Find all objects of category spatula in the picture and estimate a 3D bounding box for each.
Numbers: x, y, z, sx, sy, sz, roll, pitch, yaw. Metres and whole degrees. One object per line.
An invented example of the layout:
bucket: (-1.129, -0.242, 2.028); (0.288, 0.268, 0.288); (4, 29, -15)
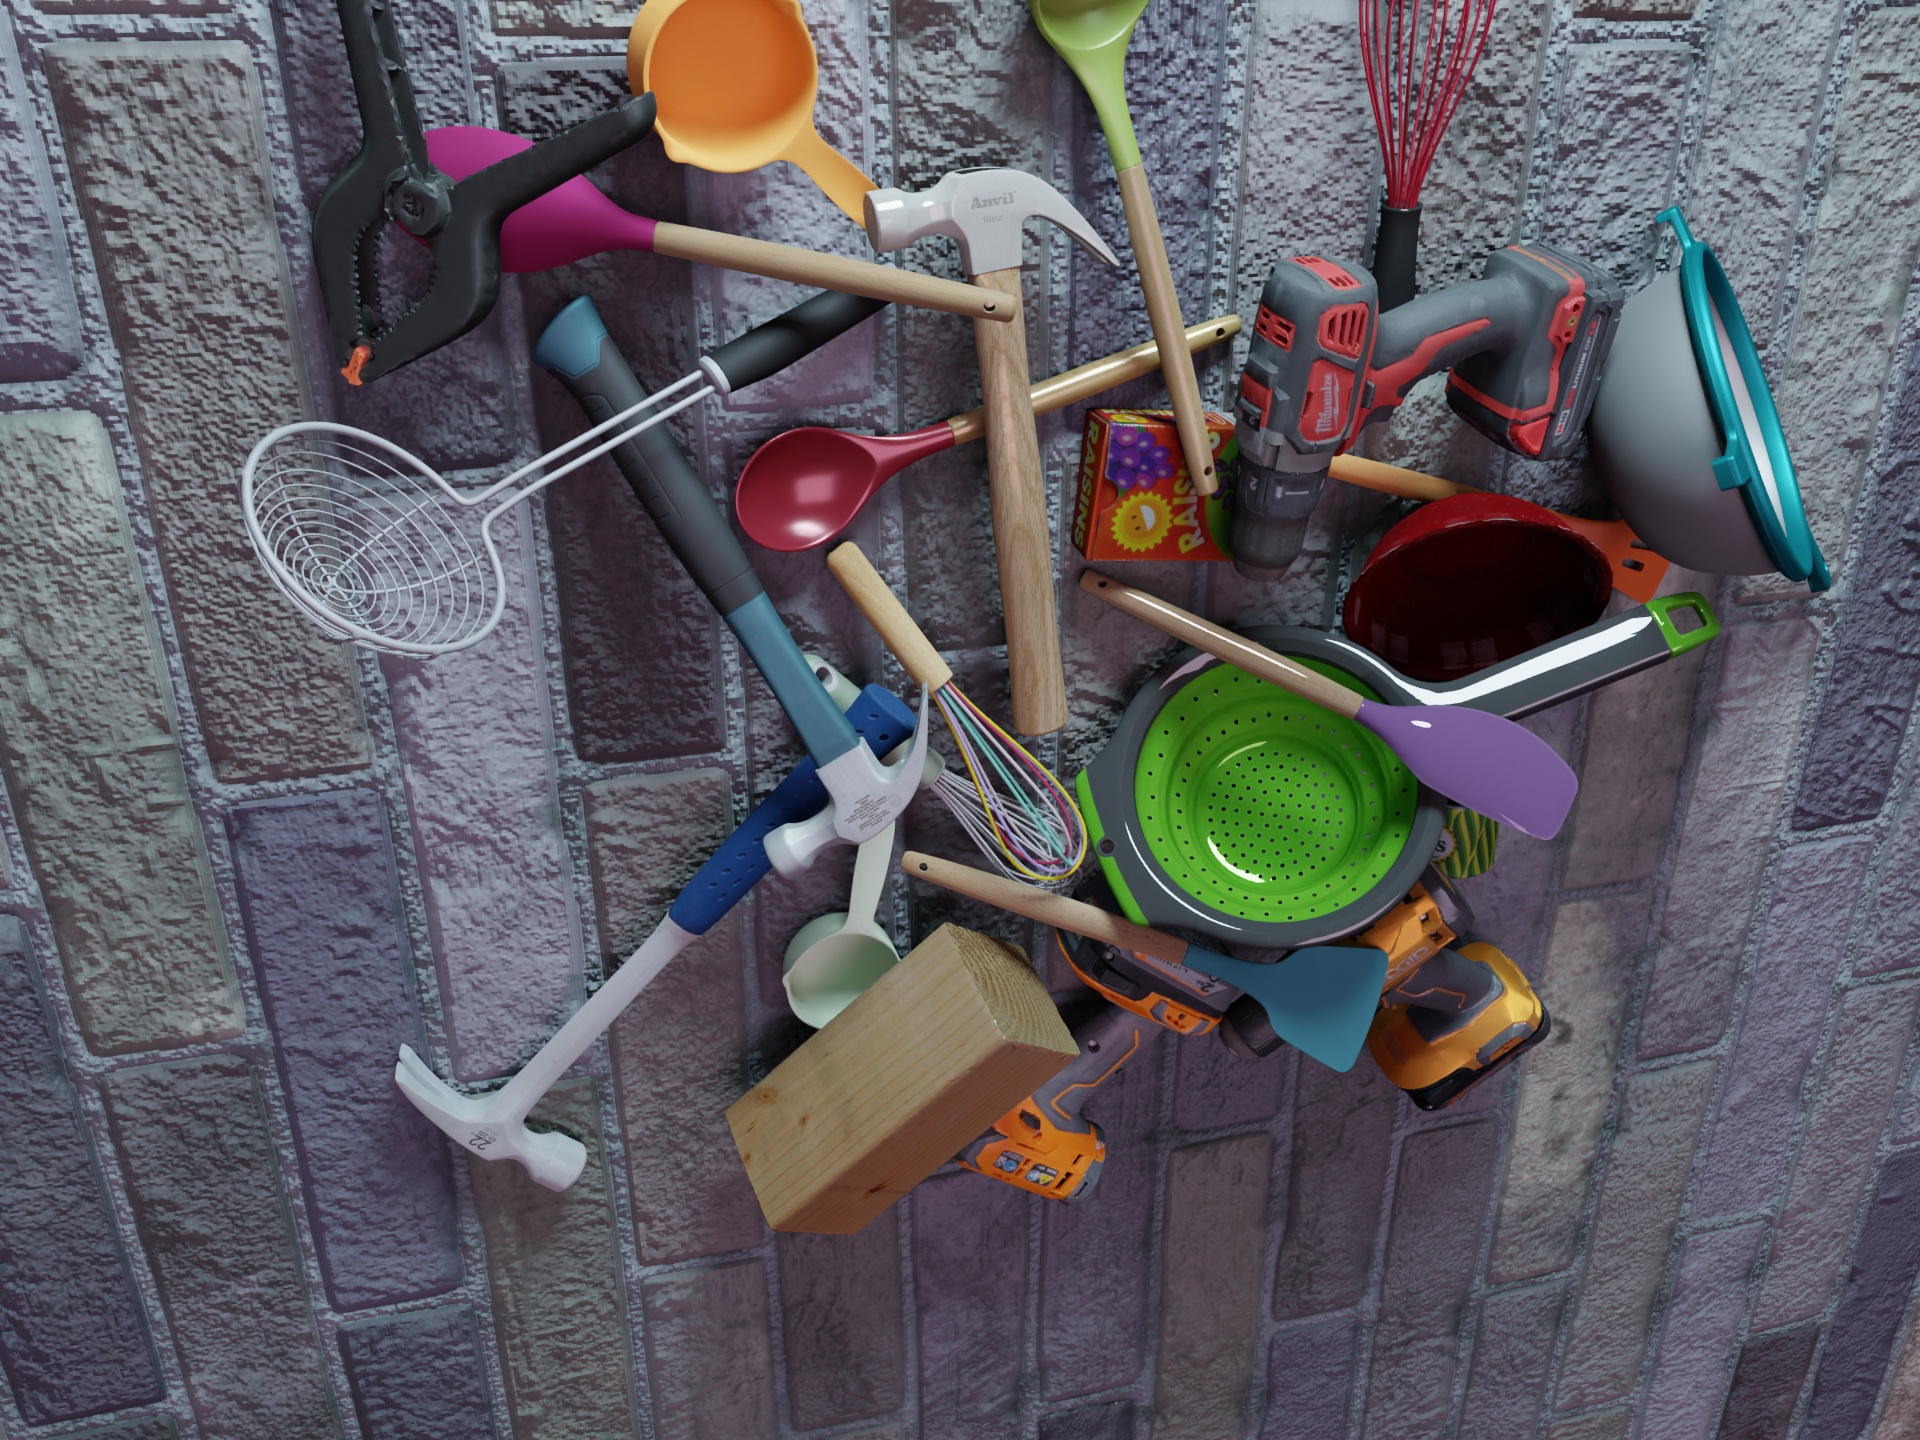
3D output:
spatula: (0.343, -0.139, 1.027); (0.322, 0.041, 0.081); (11, 110, -17)
spatula: (0.215, -0.020, 0.951); (0.316, 0.018, 0.060); (26, 78, 10)
spatula: (0.114, 0.138, 0.999); (0.317, 0.044, 0.082); (19, 91, 1)

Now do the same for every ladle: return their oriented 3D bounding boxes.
ladle: (0.103, -0.270, 0.852); (0.078, 0.062, 0.320); (-24, 113, -16)
ladle: (0.018, -0.175, 0.911); (0.315, 0.031, 0.069); (-22, 119, -7)

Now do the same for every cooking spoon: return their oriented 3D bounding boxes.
cooking spoon: (-0.128, -0.239, 0.801); (0.319, 0.017, 0.068); (10, 113, -4)

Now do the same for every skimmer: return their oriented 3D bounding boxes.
skimmer: (-0.165, -0.151, 0.770); (0.363, 0.090, 0.127); (-35, 87, -22)

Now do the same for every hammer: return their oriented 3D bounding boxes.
hammer: (-0.180, 0.129, 0.972); (0.144, 0.035, 0.405); (37, 105, -27)
hammer: (-0.128, -0.075, 0.867); (0.128, 0.033, 0.331); (-29, 105, 7)
hammer: (0.033, -0.141, 0.900); (0.130, 0.031, 0.331); (-15, 119, -13)

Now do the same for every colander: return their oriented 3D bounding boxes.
colander: (0.274, 0.019, 1.000); (0.397, 0.205, 0.094); (-22, 160, 4)

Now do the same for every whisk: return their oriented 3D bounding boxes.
whisk: (-0.013, 0.037, 0.995); (0.246, 0.059, 0.058); (40, 62, -24)
whisk: (-0.003, -0.002, 0.947); (0.047, 0.051, 0.245); (-33, 103, 17)
whisk: (0.251, -0.311, 0.900); (0.073, 0.073, 0.295); (-10, 124, -12)

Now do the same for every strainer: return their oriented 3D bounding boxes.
strainer: (0.474, -0.151, 1.012); (0.095, 0.211, 0.340); (-17, 149, 32)

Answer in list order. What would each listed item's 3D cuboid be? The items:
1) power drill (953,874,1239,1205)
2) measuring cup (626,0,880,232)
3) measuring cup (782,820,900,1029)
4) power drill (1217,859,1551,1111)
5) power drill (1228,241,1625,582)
power drill: (0.067, 0.220, 1.084); (0.164, 0.084, 0.226); (26, 108, -24)
measuring cup: (-0.093, -0.303, 0.808); (0.095, 0.052, 0.173); (-49, 134, 10)
measuring cup: (-0.068, 0.120, 1.020); (0.083, 0.038, 0.167); (6, 111, -19)
power drill: (0.296, 0.199, 1.109); (0.185, 0.084, 0.226); (-39, 135, 13)
power drill: (0.254, -0.179, 0.916); (0.226, 0.080, 0.187); (-14, 130, -24)
